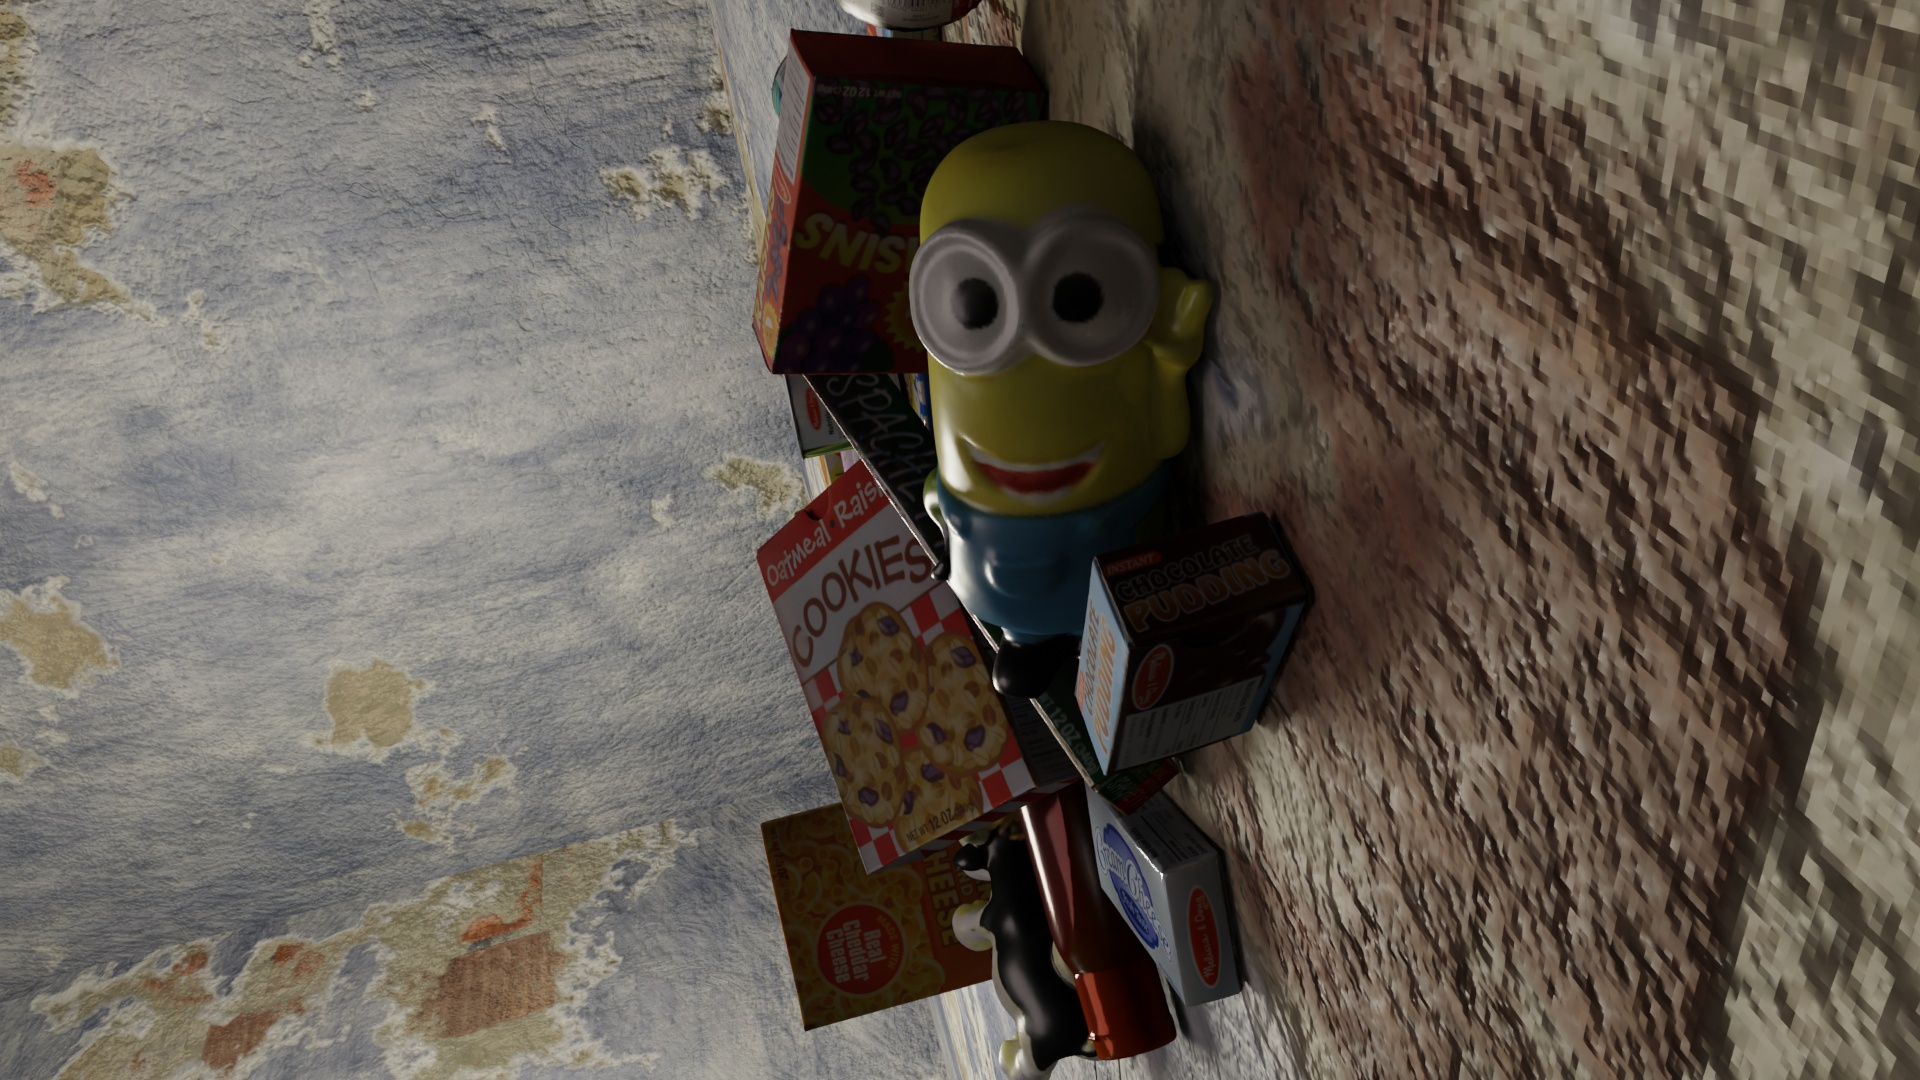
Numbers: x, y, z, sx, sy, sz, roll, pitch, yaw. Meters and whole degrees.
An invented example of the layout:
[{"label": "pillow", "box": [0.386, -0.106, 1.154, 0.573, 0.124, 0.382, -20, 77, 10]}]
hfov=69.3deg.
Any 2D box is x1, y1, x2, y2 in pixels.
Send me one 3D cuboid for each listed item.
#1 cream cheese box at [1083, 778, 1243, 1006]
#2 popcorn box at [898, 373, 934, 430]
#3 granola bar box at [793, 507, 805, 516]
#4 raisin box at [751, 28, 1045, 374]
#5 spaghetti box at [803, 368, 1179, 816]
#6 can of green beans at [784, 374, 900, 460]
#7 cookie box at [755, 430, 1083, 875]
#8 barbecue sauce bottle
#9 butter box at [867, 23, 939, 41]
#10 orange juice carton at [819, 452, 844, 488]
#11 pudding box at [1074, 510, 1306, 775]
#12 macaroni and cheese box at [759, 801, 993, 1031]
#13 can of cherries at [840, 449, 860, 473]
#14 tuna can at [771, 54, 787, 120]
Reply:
[{"label": "cream cheese box", "box": [0.075, 0.127, 0.529, 0.104, 0.024, 0.053, -139, 38, -76]}, {"label": "popcorn box", "box": [-0.013, -0.108, 0.708, 0.085, 0.038, 0.126, -112, 12, -51]}, {"label": "granola bar box", "box": [-0.025, 0.057, 0.801, 0.124, 0.039, 0.165, 1, 109, 39]}, {"label": "raisin box", "box": [-0.027, -0.121, 0.516, 0.040, 0.086, 0.122, -114, 29, -42]}, {"label": "spaghetti box", "box": [-0.001, -0.004, 0.545, 0.251, 0.028, 0.050, 54, -177, 28]}, {"label": "can of green beans", "box": [-0.064, -0.081, 0.749, 0.071, 0.058, 0.071, 171, 87, -84]}, {"label": "cookie box", "box": [-0.024, 0.051, 0.629, 0.122, 0.040, 0.168, -37, 67, 41]}, {"label": "barbecue sauce bottle", "box": [0.057, 0.152, 0.620, 0.064, 0.044, 0.149, 128, 129, -68]}, {"label": "butter box", "box": [-0.027, -0.231, 0.654, 0.103, 0.024, 0.053, 87, 166, -52]}, {"label": "orange juice carton", "box": [-0.055, -0.024, 1.003, 0.073, 0.072, 0.193, 105, 151, -74]}, {"label": "pudding box", "box": [0.061, 0.031, 0.384, 0.083, 0.050, 0.030, 89, 164, -58]}, {"label": "macaroni and cheese box", "box": [-0.026, 0.212, 0.843, 0.040, 0.167, 0.124, 108, 148, -74]}, {"label": "can of cherries", "box": [-0.048, -0.075, 0.891, 0.072, 0.071, 0.058, -122, 21, -66]}, {"label": "tuna can", "box": [-0.070, -0.244, 0.782, 0.033, 0.071, 0.070, -114, 13, -48]}]
